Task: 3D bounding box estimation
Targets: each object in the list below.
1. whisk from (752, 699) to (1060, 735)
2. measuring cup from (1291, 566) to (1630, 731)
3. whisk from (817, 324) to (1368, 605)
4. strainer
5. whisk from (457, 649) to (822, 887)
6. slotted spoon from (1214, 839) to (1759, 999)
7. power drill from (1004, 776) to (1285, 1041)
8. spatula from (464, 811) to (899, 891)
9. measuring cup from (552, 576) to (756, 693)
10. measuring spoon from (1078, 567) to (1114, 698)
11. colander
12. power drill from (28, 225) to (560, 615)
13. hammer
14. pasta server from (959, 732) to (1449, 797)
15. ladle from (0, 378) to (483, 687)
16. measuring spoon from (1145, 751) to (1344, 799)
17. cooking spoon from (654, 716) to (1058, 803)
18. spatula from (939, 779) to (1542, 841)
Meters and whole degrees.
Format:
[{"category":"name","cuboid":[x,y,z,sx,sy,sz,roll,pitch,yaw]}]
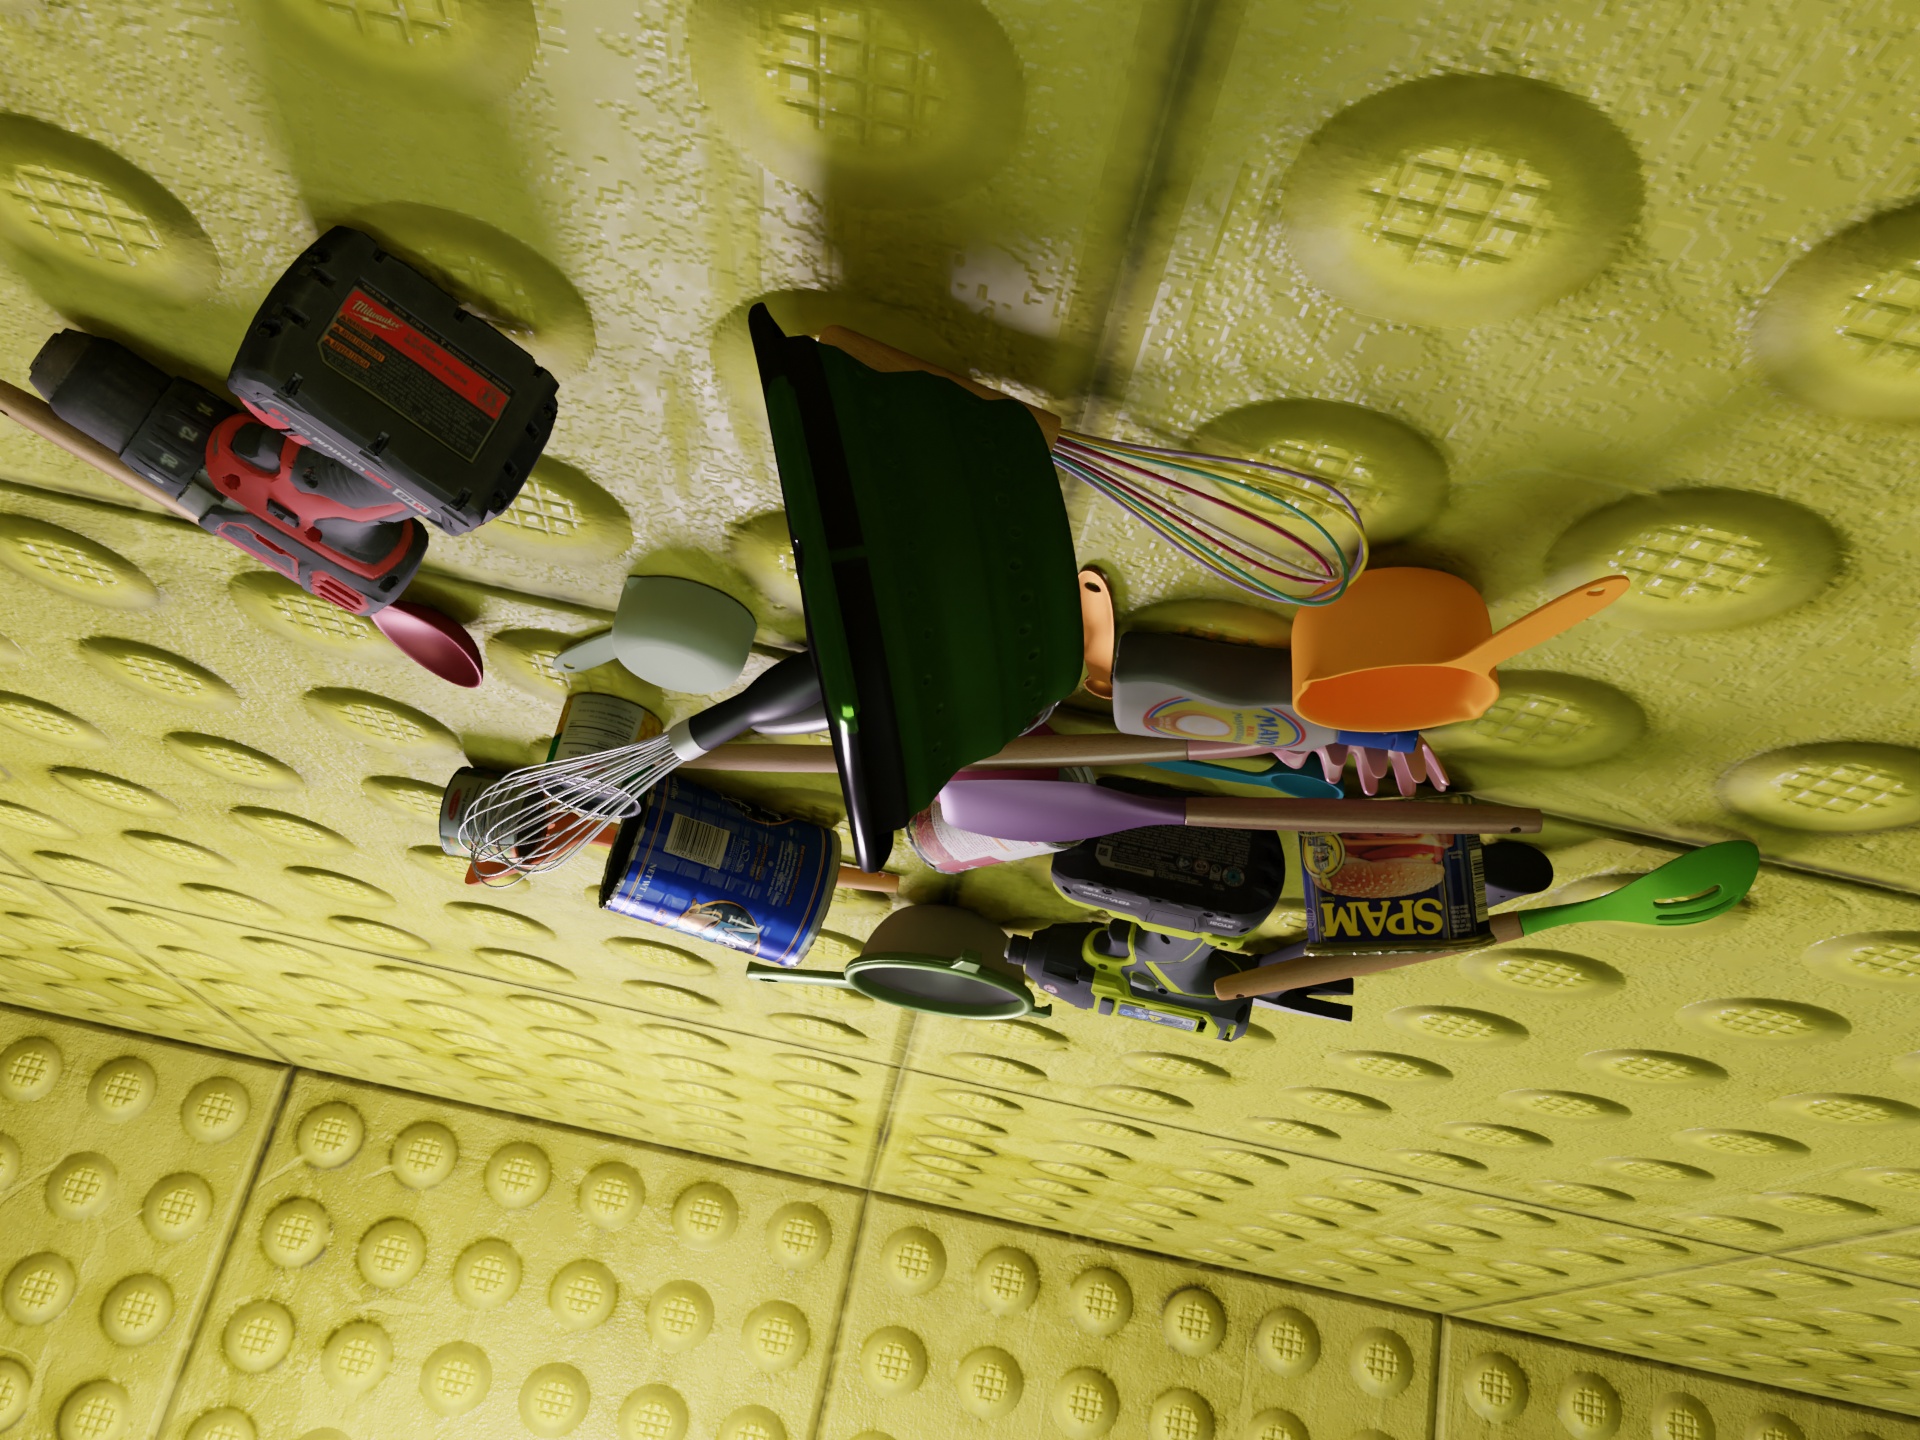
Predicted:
[{"category":"whisk","cuboid":[-0.037,-0.010,0.876,0.239,0.055,0.055,-6,150,41]},{"category":"measuring cup","cuboid":[0.208,-0.045,0.666,0.095,0.052,0.173,10,157,-23]},{"category":"whisk","cuboid":[0.055,-0.101,0.644,0.245,0.051,0.047,21,160,-11]},{"category":"strainer","cuboid":[-0.058,0.184,1.268,0.256,0.069,0.151,-1,154,28]},{"category":"whisk","cuboid":[-0.181,0.022,0.923,0.284,0.070,0.070,-27,140,21]},{"category":"slotted spoon","cuboid":[0.299,0.125,0.922,0.314,0.031,0.070,-16,142,20]},{"category":"power drill","cuboid":[0.116,0.131,1.027,0.171,0.080,0.223,12,148,7]},{"category":"spatula","cuboid":[-0.207,0.108,1.202,0.322,0.081,0.041,8,124,-1]},{"category":"measuring cup","cuboid":[-0.185,-0.034,0.895,0.167,0.038,0.083,-15,144,41]},{"category":"measuring spoon","cuboid":[0.070,-0.044,0.797,0.021,0.011,0.116,17,154,17]},{"category":"colander","cuboid":[-0.018,-0.052,0.655,0.094,0.204,0.397,-11,179,-5]},{"category":"power drill","cuboid":[-0.299,-0.132,0.702,0.187,0.080,0.227,36,151,-28]},{"category":"hammer","cuboid":[0.276,0.144,1.067,0.146,0.035,0.334,16,154,-15]},{"category":"pasta server","cuboid":[0.093,0.022,0.842,0.316,0.040,0.060,-2,169,10]},{"category":"ladle","cuboid":[-0.367,-0.093,0.838,0.069,0.031,0.315,7,162,33]},{"category":"measuring spoon","cuboid":[0.154,0.022,0.896,0.129,0.021,0.042,10,162,28]},{"category":"cooking spoon","cuboid":[-0.075,0.024,0.961,0.319,0.069,0.017,0,-178,37]},{"category":"spatula","cuboid":[0.146,0.051,0.851,0.316,0.018,0.059,1,142,8]}]
